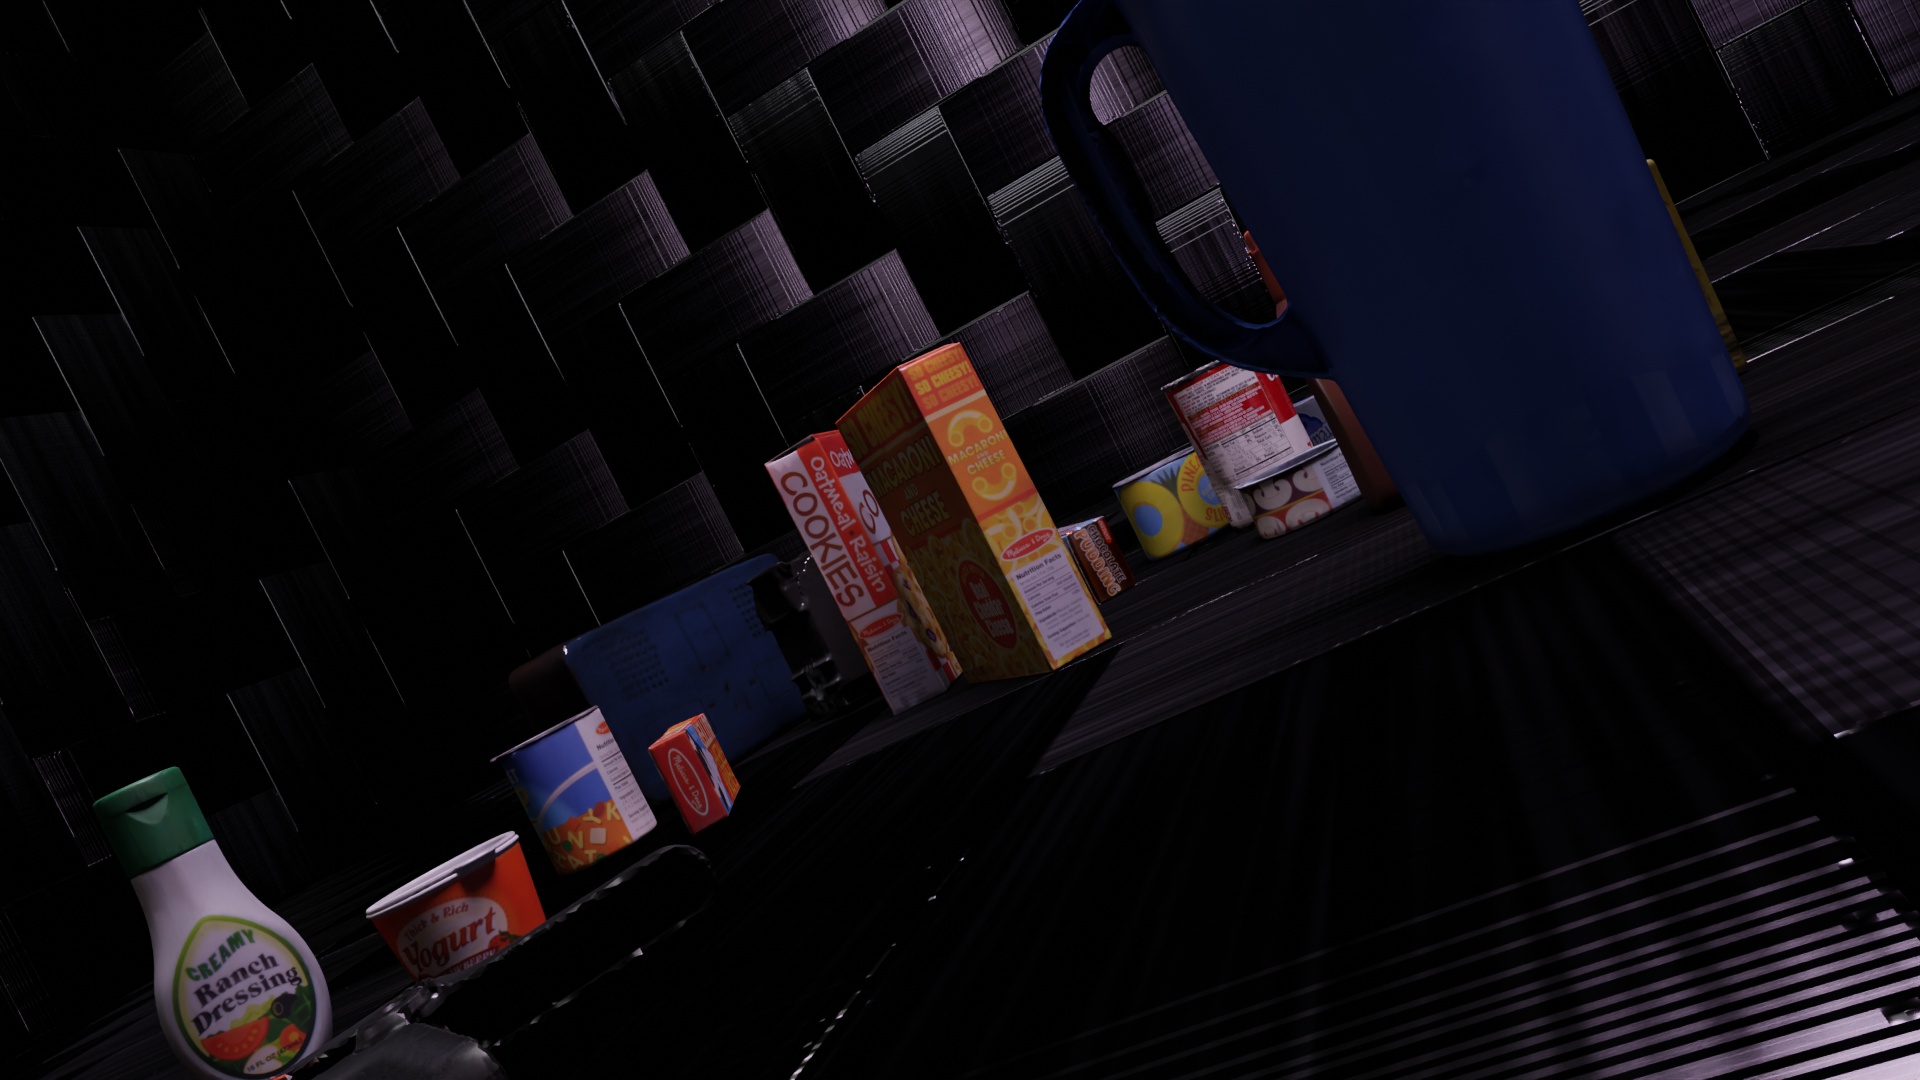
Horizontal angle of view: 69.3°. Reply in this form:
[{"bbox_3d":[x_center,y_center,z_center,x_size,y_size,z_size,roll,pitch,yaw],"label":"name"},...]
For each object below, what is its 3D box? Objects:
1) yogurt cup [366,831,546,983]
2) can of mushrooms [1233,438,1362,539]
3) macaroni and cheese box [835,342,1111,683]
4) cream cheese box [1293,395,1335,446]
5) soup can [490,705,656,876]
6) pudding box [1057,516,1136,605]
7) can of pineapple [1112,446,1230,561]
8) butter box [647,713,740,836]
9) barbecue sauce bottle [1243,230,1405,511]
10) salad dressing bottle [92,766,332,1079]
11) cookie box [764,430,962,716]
[{"bbox_3d":[-0.214,0.166,0.603,0.072,0.054,0.072,-27,1,1],"label":"yogurt cup"},{"bbox_3d":[0.187,-0.028,0.763,0.071,0.033,0.071,-27,1,1],"label":"can of mushrooms"},{"bbox_3d":[0.003,-0.009,0.732,0.040,0.166,0.123,-27,1,-22],"label":"macaroni and cheese box"},{"bbox_3d":[0.231,-0.066,0.918,0.024,0.053,0.103,-27,1,-30],"label":"cream cheese box"},{"bbox_3d":[-0.236,0.154,0.850,0.071,0.083,0.071,-27,1,1],"label":"soup can"},{"bbox_3d":[0.076,0.015,0.886,0.030,0.049,0.083,-27,1,-15],"label":"pudding box"},{"bbox_3d":[0.146,-0.026,0.934,0.071,0.058,0.071,-27,1,1],"label":"can of pineapple"},{"bbox_3d":[-0.148,0.129,0.778,0.024,0.053,0.103,-27,1,-6],"label":"butter box"},{"bbox_3d":[0.184,-0.089,0.667,0.043,0.148,0.065,-27,1,21],"label":"barbecue sauce bottle"},{"bbox_3d":[-0.335,0.174,0.618,0.064,0.147,0.044,-27,1,-34],"label":"salad dressing bottle"},{"bbox_3d":[-0.048,0.012,0.859,0.040,0.167,0.123,-27,1,14],"label":"cookie box"}]
